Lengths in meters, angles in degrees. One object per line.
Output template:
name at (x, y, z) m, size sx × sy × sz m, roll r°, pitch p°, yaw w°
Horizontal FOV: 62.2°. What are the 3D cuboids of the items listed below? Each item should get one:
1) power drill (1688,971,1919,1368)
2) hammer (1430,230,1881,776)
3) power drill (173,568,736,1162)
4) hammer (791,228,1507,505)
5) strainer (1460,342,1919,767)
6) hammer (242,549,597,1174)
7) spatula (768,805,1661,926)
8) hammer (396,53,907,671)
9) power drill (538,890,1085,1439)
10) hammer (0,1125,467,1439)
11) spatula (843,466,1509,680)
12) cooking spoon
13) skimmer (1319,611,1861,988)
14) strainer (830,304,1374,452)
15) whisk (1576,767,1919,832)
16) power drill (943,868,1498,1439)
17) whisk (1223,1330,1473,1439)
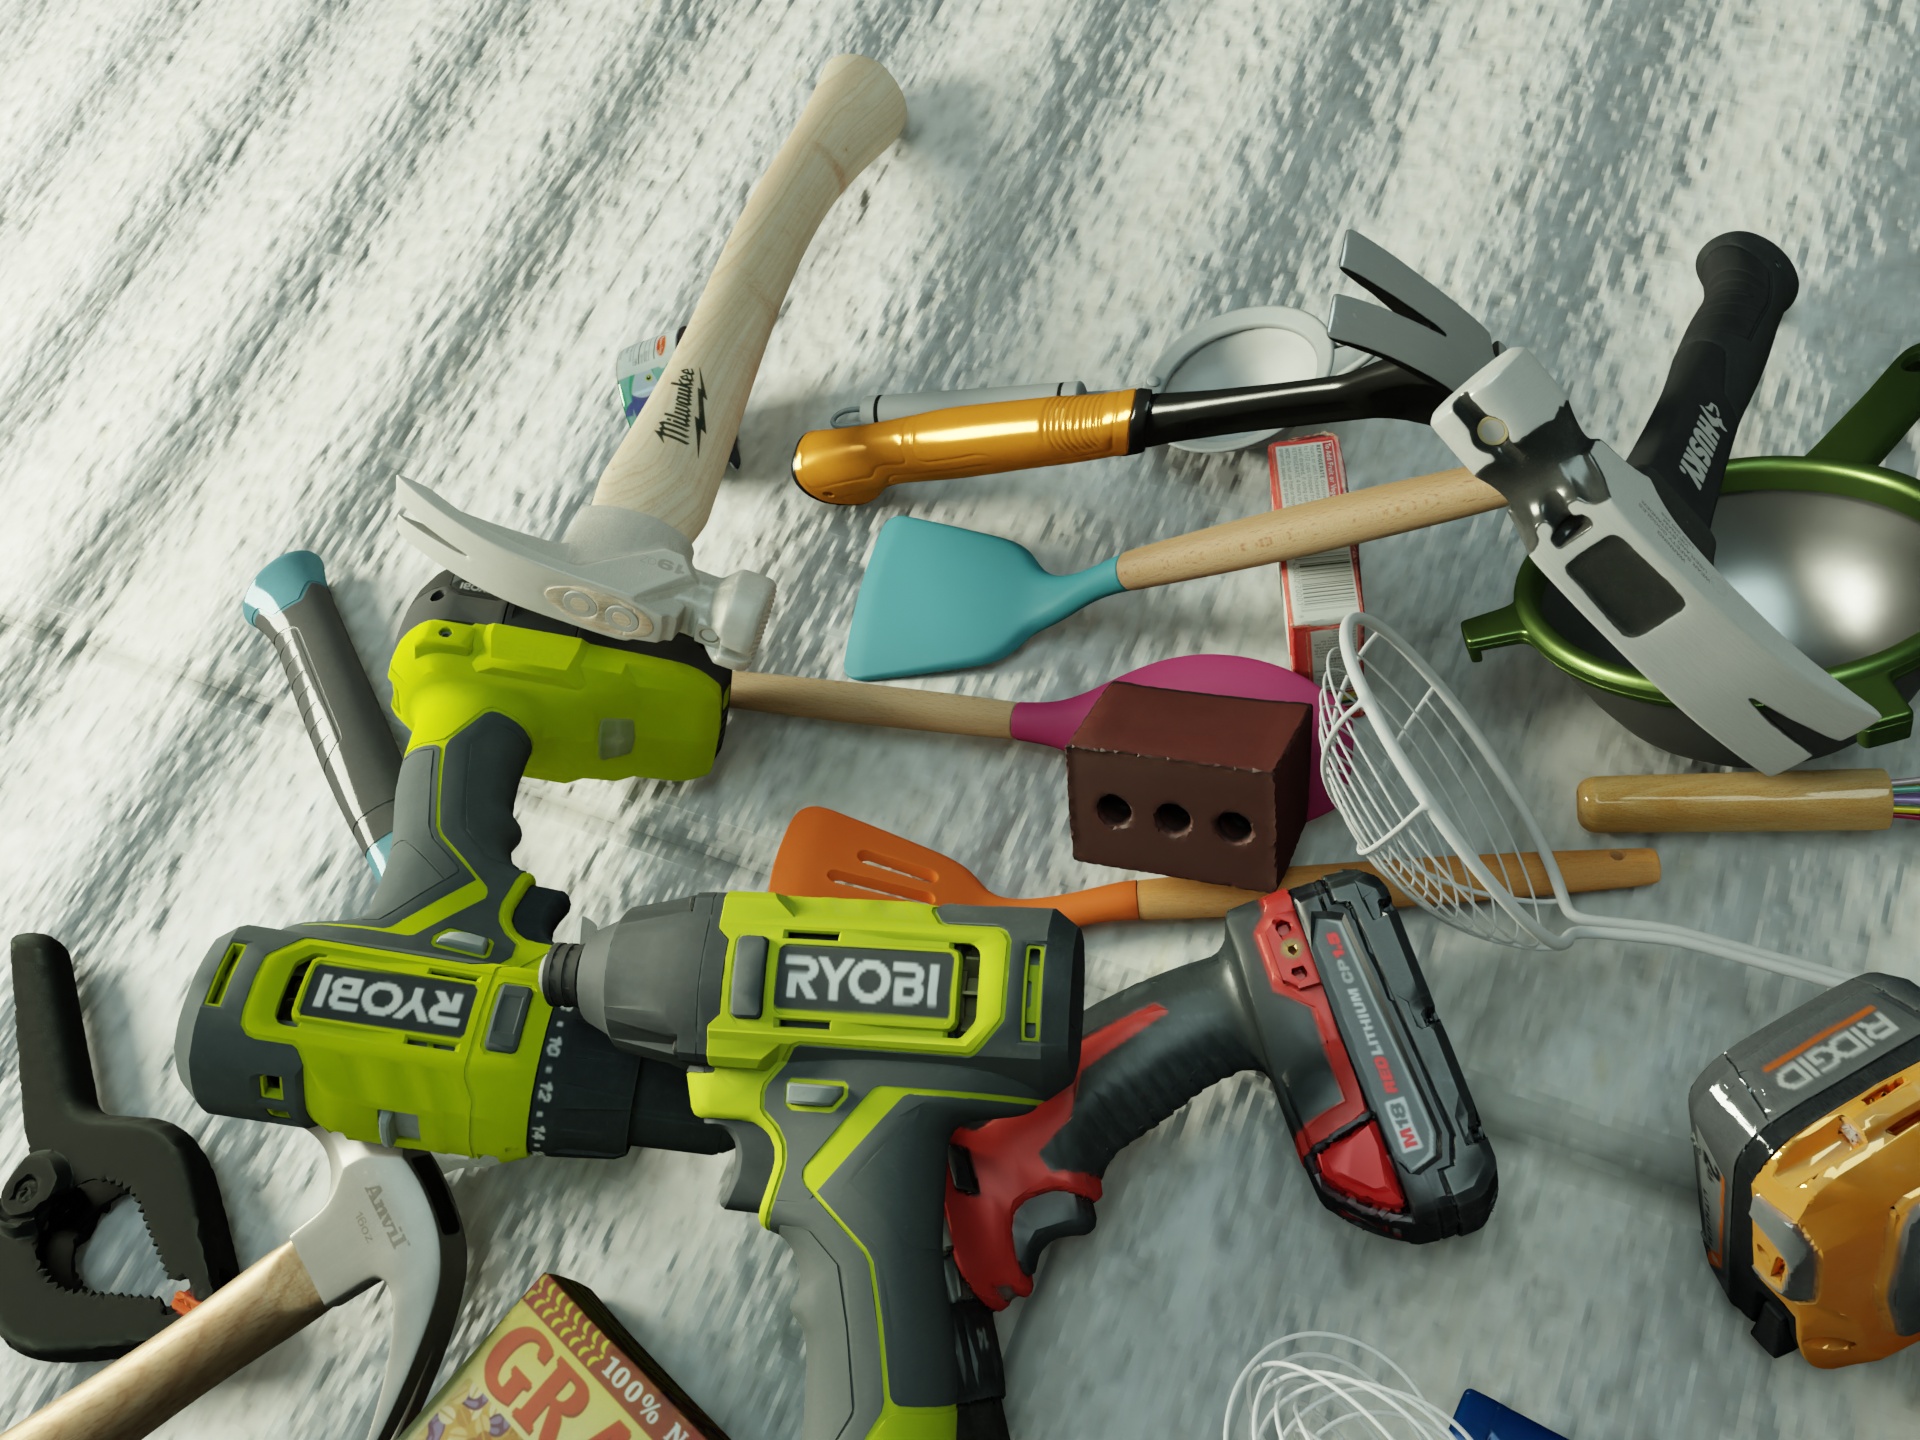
power drill at (0.297, 0.197, 0.408) m, size 0.084 × 0.185 × 0.226 m, roll -29°, pitch 39°, yaw -3°
hammer at (0.261, -0.107, 0.550) m, size 0.146 × 0.035 × 0.335 m, roll 48°, pitch 41°, yaw -1°
power drill at (-0.154, 0.055, 0.595) m, size 0.190 × 0.080 × 0.229 m, roll 10°, pitch 48°, yaw -6°
hammer at (0.044, -0.114, 0.611) m, size 0.337 × 0.127 × 0.034 m, roll 2°, pitch 77°, yaw 46°
strainer at (0.316, -0.059, 0.595) m, size 0.256 × 0.069 × 0.152 m, roll -39°, pitch 36°, yaw -29°
hammer at (-0.251, 0.045, 0.693) m, size 0.128 × 0.033 × 0.331 m, roll -33°, pitch 59°, yaw -4°
spatula at (0.090, 0.059, 0.592) m, size 0.322 × 0.041 × 0.081 m, roll -5°, pitch 35°, yaw 10°
hammer at (-0.107, -0.198, 0.726) m, size 0.146 × 0.038 × 0.411 m, roll 19°, pitch 50°, yaw -5°
power drill at (-0.055, 0.163, 0.474) m, size 0.171 × 0.080 × 0.223 m, roll 1°, pitch 73°, yaw 10°
hammer at (-0.320, 0.262, 0.568) m, size 0.331 × 0.031 × 0.130 m, roll -35°, pitch 76°, yaw 2°
spatula at (0.076, -0.065, 0.607) m, size 0.317 × 0.044 × 0.082 m, roll -9°, pitch 59°, yaw 47°
cooking spoon at (-0.001, -0.002, 0.652) m, size 0.319 × 0.017 × 0.068 m, roll 6°, pitch 100°, yaw 22°
skimmer at (0.286, 0.056, 0.499) m, size 0.363 × 0.090 × 0.127 m, roll 16°, pitch 22°, yaw 13°
strainer at (0.059, -0.143, 0.715) m, size 0.258 × 0.050 × 0.087 m, roll 1°, pitch 56°, yaw 21°
whisk at (0.342, 0.028, 0.545) m, size 0.245 × 0.051 × 0.047 m, roll -2°, pitch 67°, yaw 17°
power drill at (0.056, 0.161, 0.524) m, size 0.226 × 0.080 × 0.188 m, roll -19°, pitch 64°, yaw 8°
whisk at (0.175, 0.286, 0.418) m, size 0.070 × 0.070 × 0.285 m, roll -38°, pitch 72°, yaw -8°
